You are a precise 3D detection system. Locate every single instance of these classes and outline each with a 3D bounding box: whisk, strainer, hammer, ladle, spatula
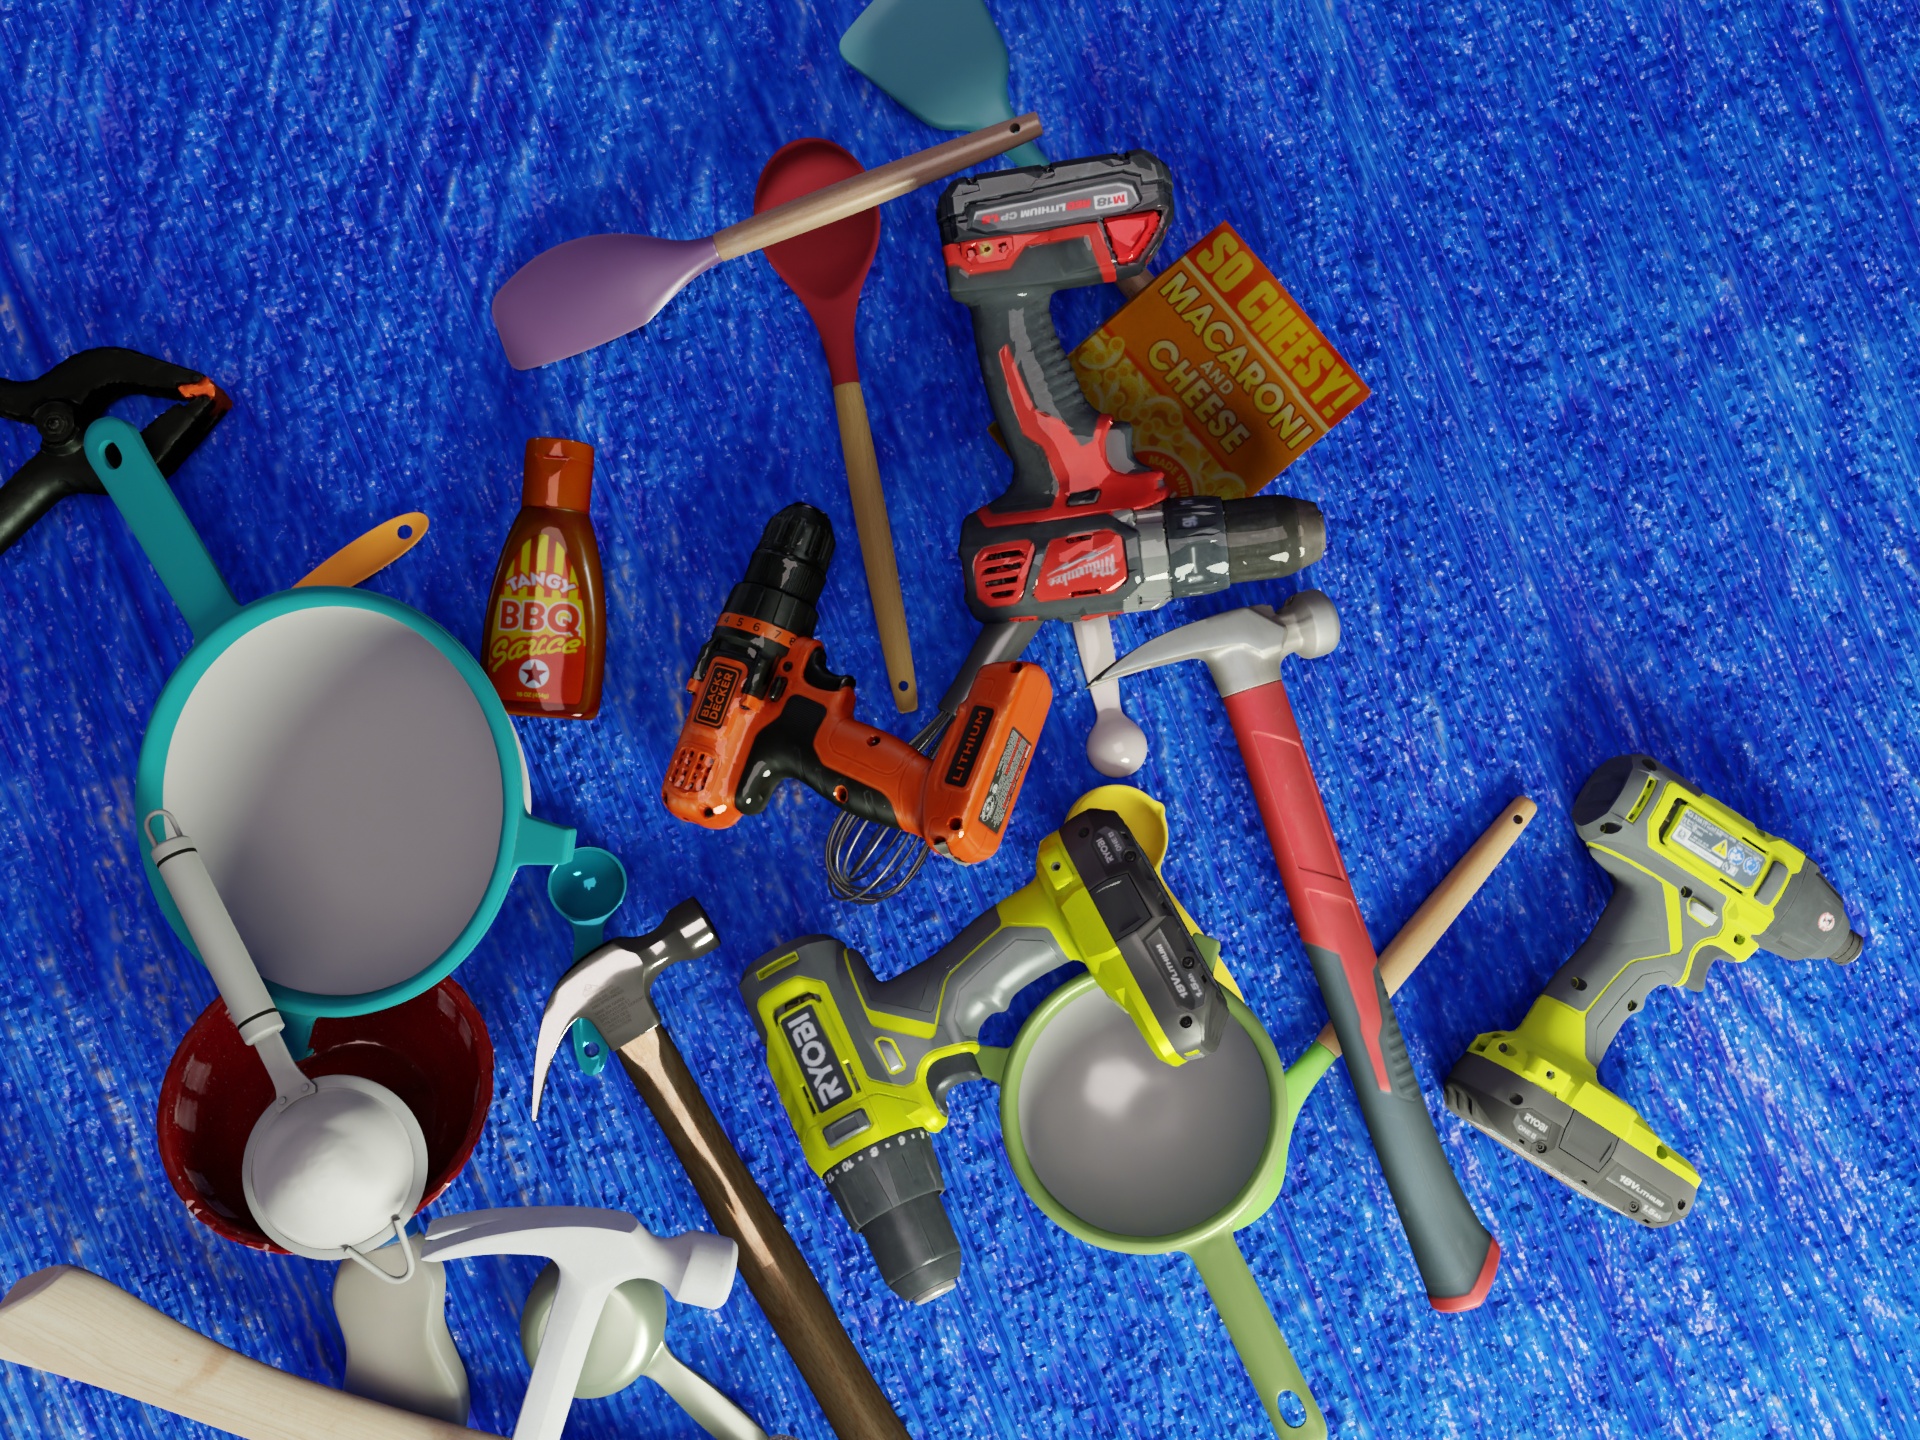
[{"bbox_3d":[-0.002,-0.003,0.869,0.055,0.055,0.239,32,84,-3],"label":"whisk"},{"bbox_3d":[-0.338,-0.012,0.825,0.211,0.095,0.340,-36,81,10],"label":"strainer"},{"bbox_3d":[-0.282,0.376,0.805,0.410,0.038,0.146,25,96,-13],"label":"hammer"},{"bbox_3d":[-0.330,0.153,0.755,0.087,0.050,0.258,-31,80,-5],"label":"strainer"},{"bbox_3d":[-0.119,0.269,0.856,0.130,0.031,0.331,-30,93,-8],"label":"hammer"},{"bbox_3d":[-0.057,-0.160,0.877,0.069,0.031,0.315,-10,92,4],"label":"ladle"},{"bbox_3d":[0.190,0.129,0.853,0.143,0.038,0.386,-16,85,-14],"label":"hammer"},{"bbox_3d":[0.067,-0.276,0.878,0.082,0.044,0.317,-41,93,8],"label":"spatula"},{"bbox_3d":[-0.107,-0.265,0.852,0.316,0.018,0.060,-18,90,8],"label":"spatula"},{"bbox_3d":[0.122,0.251,0.829,0.151,0.069,0.257,-28,65,4],"label":"strainer"},{"bbox_3d":[-0.237,0.423,0.785,0.144,0.035,0.405,17,99,-12],"label":"hammer"}]

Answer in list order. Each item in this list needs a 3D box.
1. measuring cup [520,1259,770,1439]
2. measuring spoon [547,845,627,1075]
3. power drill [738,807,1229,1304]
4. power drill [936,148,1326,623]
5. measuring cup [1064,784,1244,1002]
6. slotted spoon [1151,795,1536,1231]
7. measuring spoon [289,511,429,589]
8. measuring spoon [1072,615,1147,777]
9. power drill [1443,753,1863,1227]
[{"bbox_3d":[-0.163,0.353,0.853,0.167,0.038,0.083,40,87,0],"label":"measuring cup"},{"bbox_3d":[-0.204,0.130,0.869,0.042,0.021,0.128,-2,98,-16],"label":"measuring spoon"},{"bbox_3d":[0.017,0.166,0.814,0.228,0.080,0.191,-30,68,5],"label":"power drill"},{"bbox_3d":[0.083,-0.165,0.811,0.188,0.080,0.226,-6,99,8],"label":"power drill"},{"bbox_3d":[0.111,0.105,0.884,0.062,0.029,0.156,-34,94,-4],"label":"measuring cup"},{"bbox_3d":[0.220,0.162,0.890,0.070,0.031,0.314,41,85,1],"label":"slotted spoon"},{"bbox_3d":[-0.339,-0.078,0.866,0.117,0.011,0.021,-35,92,-7],"label":"measuring spoon"},{"bbox_3d":[0.079,-0.029,0.887,0.034,0.018,0.124,-12,89,-4],"label":"measuring spoon"},{"bbox_3d":[0.384,0.154,0.878,0.171,0.080,0.223,32,84,-3],"label":"power drill"}]
